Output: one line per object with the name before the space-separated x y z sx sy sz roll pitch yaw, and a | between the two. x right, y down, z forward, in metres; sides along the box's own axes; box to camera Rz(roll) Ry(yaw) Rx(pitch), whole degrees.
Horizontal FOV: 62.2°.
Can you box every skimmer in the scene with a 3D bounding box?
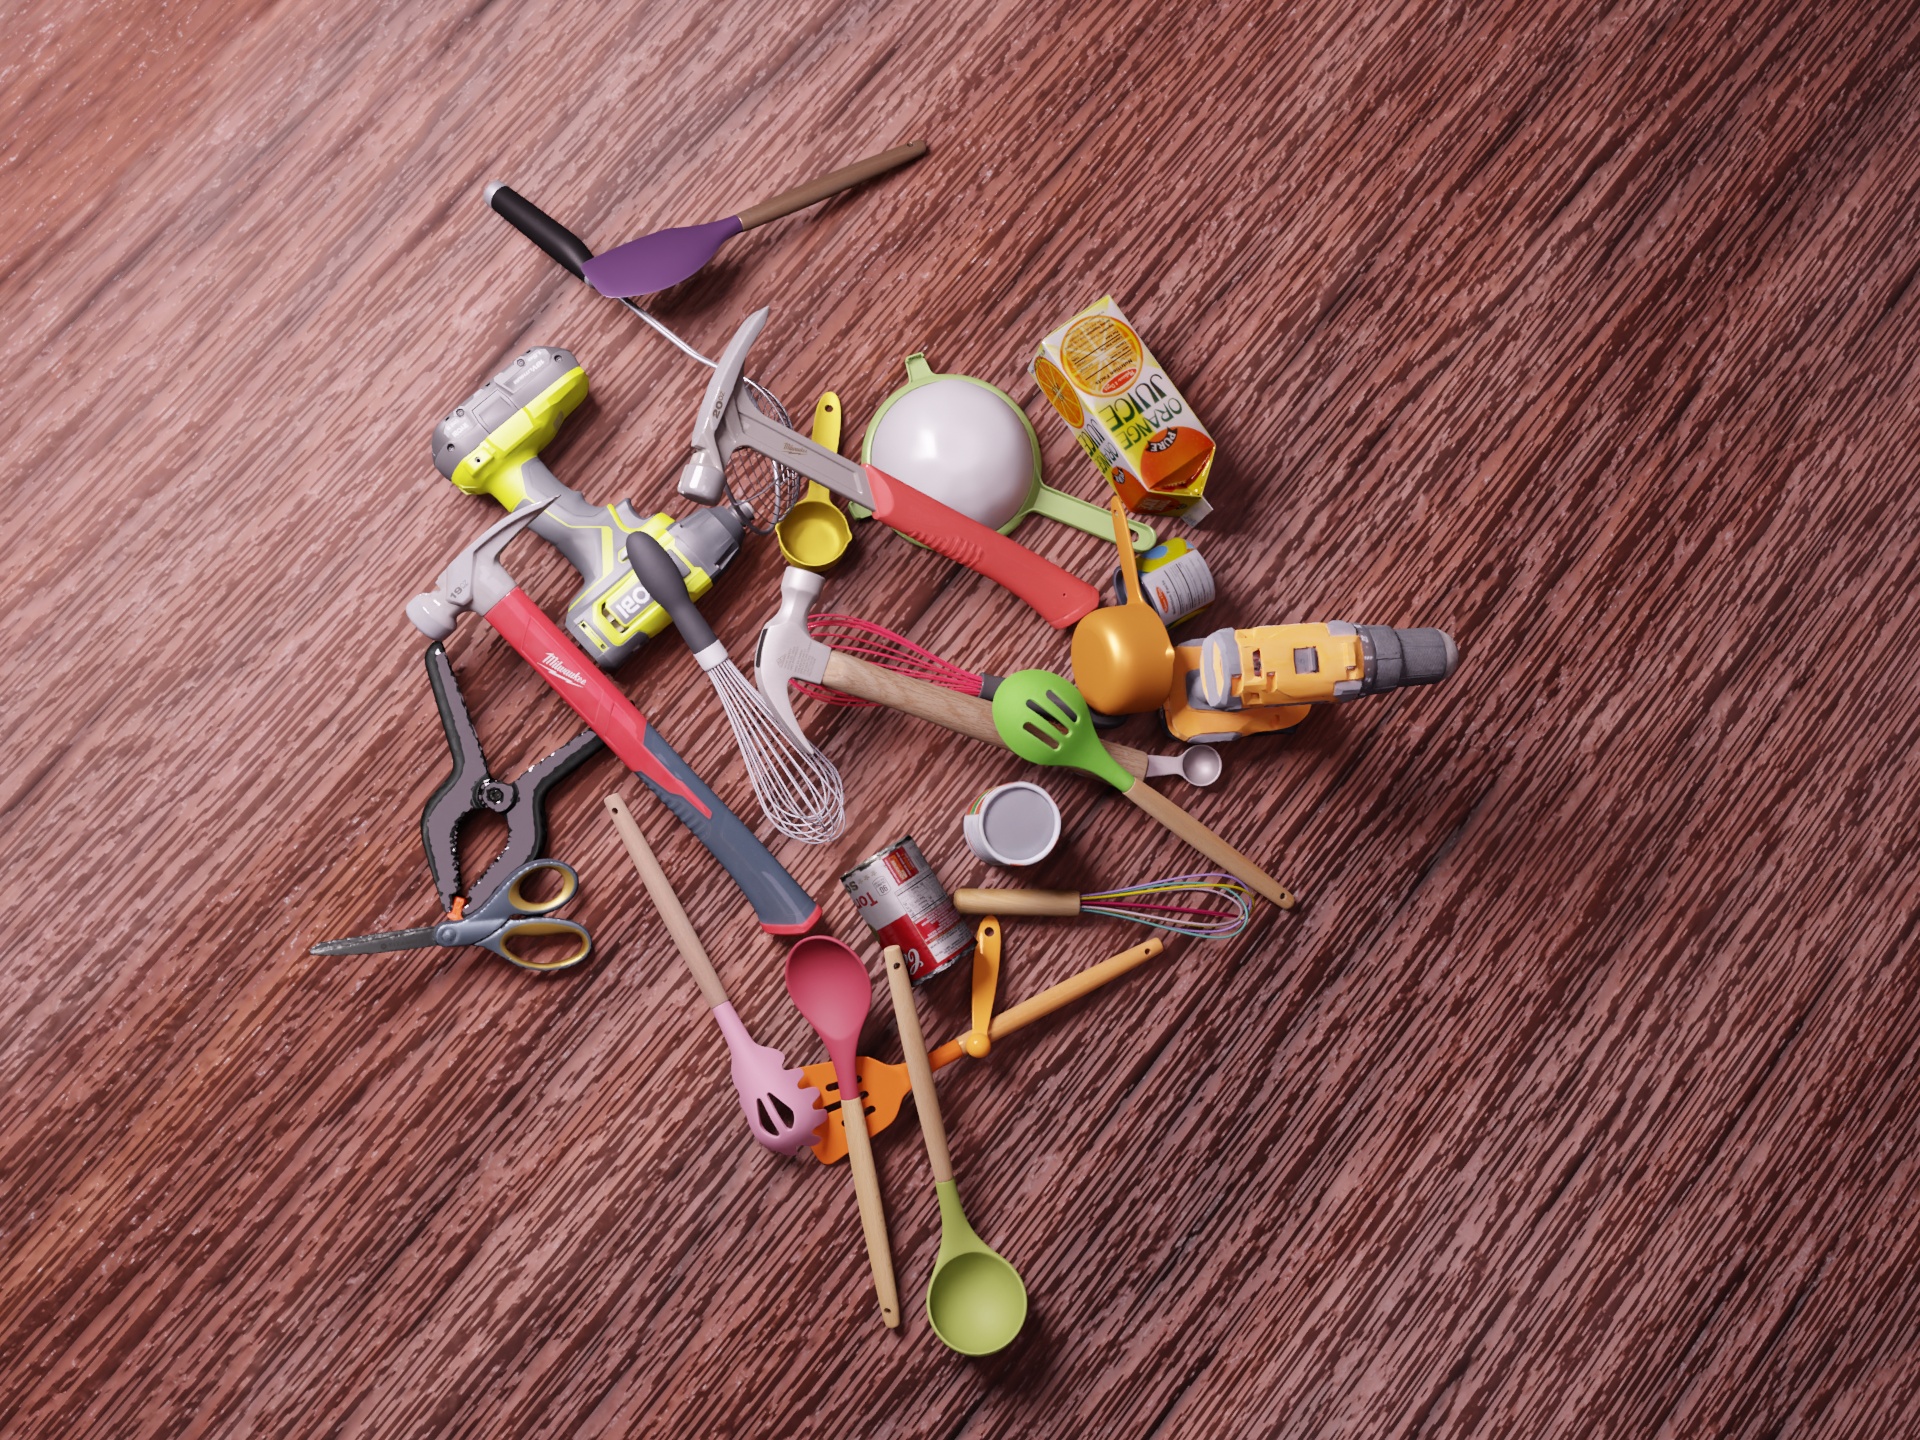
skimmer | -0.261 -0.290 1.252 0.363 0.127 0.090 40 100 12

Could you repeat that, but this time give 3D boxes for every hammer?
hammer | -0.002 -0.004 1.236 0.331 0.031 0.130 19 87 -19
hammer | -0.036 -0.169 1.223 0.358 0.037 0.149 24 81 -29
hammer | -0.233 0.010 1.212 0.143 0.038 0.386 -41 101 6

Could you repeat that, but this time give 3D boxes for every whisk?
whisk | -0.004 -0.030 1.279 0.295 0.073 0.073 11 83 -13
whisk | 0.117 0.151 1.283 0.245 0.047 0.051 1 72 -3
whisk | -0.175 -0.023 1.226 0.070 0.070 0.284 -34 102 -9

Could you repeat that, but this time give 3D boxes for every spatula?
spatula | 0.018 0.248 1.269 0.322 0.041 0.081 -25 89 -13
spatula | -0.156 -0.408 1.280 0.316 0.018 0.060 -31 66 -23

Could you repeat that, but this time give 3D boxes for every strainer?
strainer | 0.045 -0.196 1.292 0.256 0.069 0.151 22 82 -3

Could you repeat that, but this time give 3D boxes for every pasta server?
pasta server | -0.198 0.197 1.242 0.060 0.040 0.316 -30 83 4

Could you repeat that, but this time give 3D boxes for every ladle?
ladle | -0.079 0.316 1.227 0.069 0.031 0.315 -9 94 19
ladle | -0.015 0.328 1.214 0.078 0.062 0.320 -14 95 -14

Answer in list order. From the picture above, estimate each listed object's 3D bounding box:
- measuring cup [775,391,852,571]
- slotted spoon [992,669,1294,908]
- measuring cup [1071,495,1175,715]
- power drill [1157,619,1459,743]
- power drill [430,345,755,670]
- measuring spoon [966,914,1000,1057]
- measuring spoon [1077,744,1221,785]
measuring cup | -0.115 -0.194 1.299 0.062 0.029 0.157 7 72 -5
slotted spoon | 0.154 0.063 1.265 0.313 0.031 0.070 36 83 -19
measuring cup | 0.117 -0.089 1.257 0.052 0.095 0.173 -12 94 -23
power drill | 0.257 -0.035 1.223 0.185 0.226 0.084 -5 85 -8
power drill | -0.286 -0.175 1.247 0.171 0.080 0.223 -43 95 -9
measuring spoon | 0.019 0.208 1.259 0.021 0.011 0.117 6 64 0
measuring spoon | 0.153 0.037 1.313 0.124 0.018 0.034 0 89 -1
